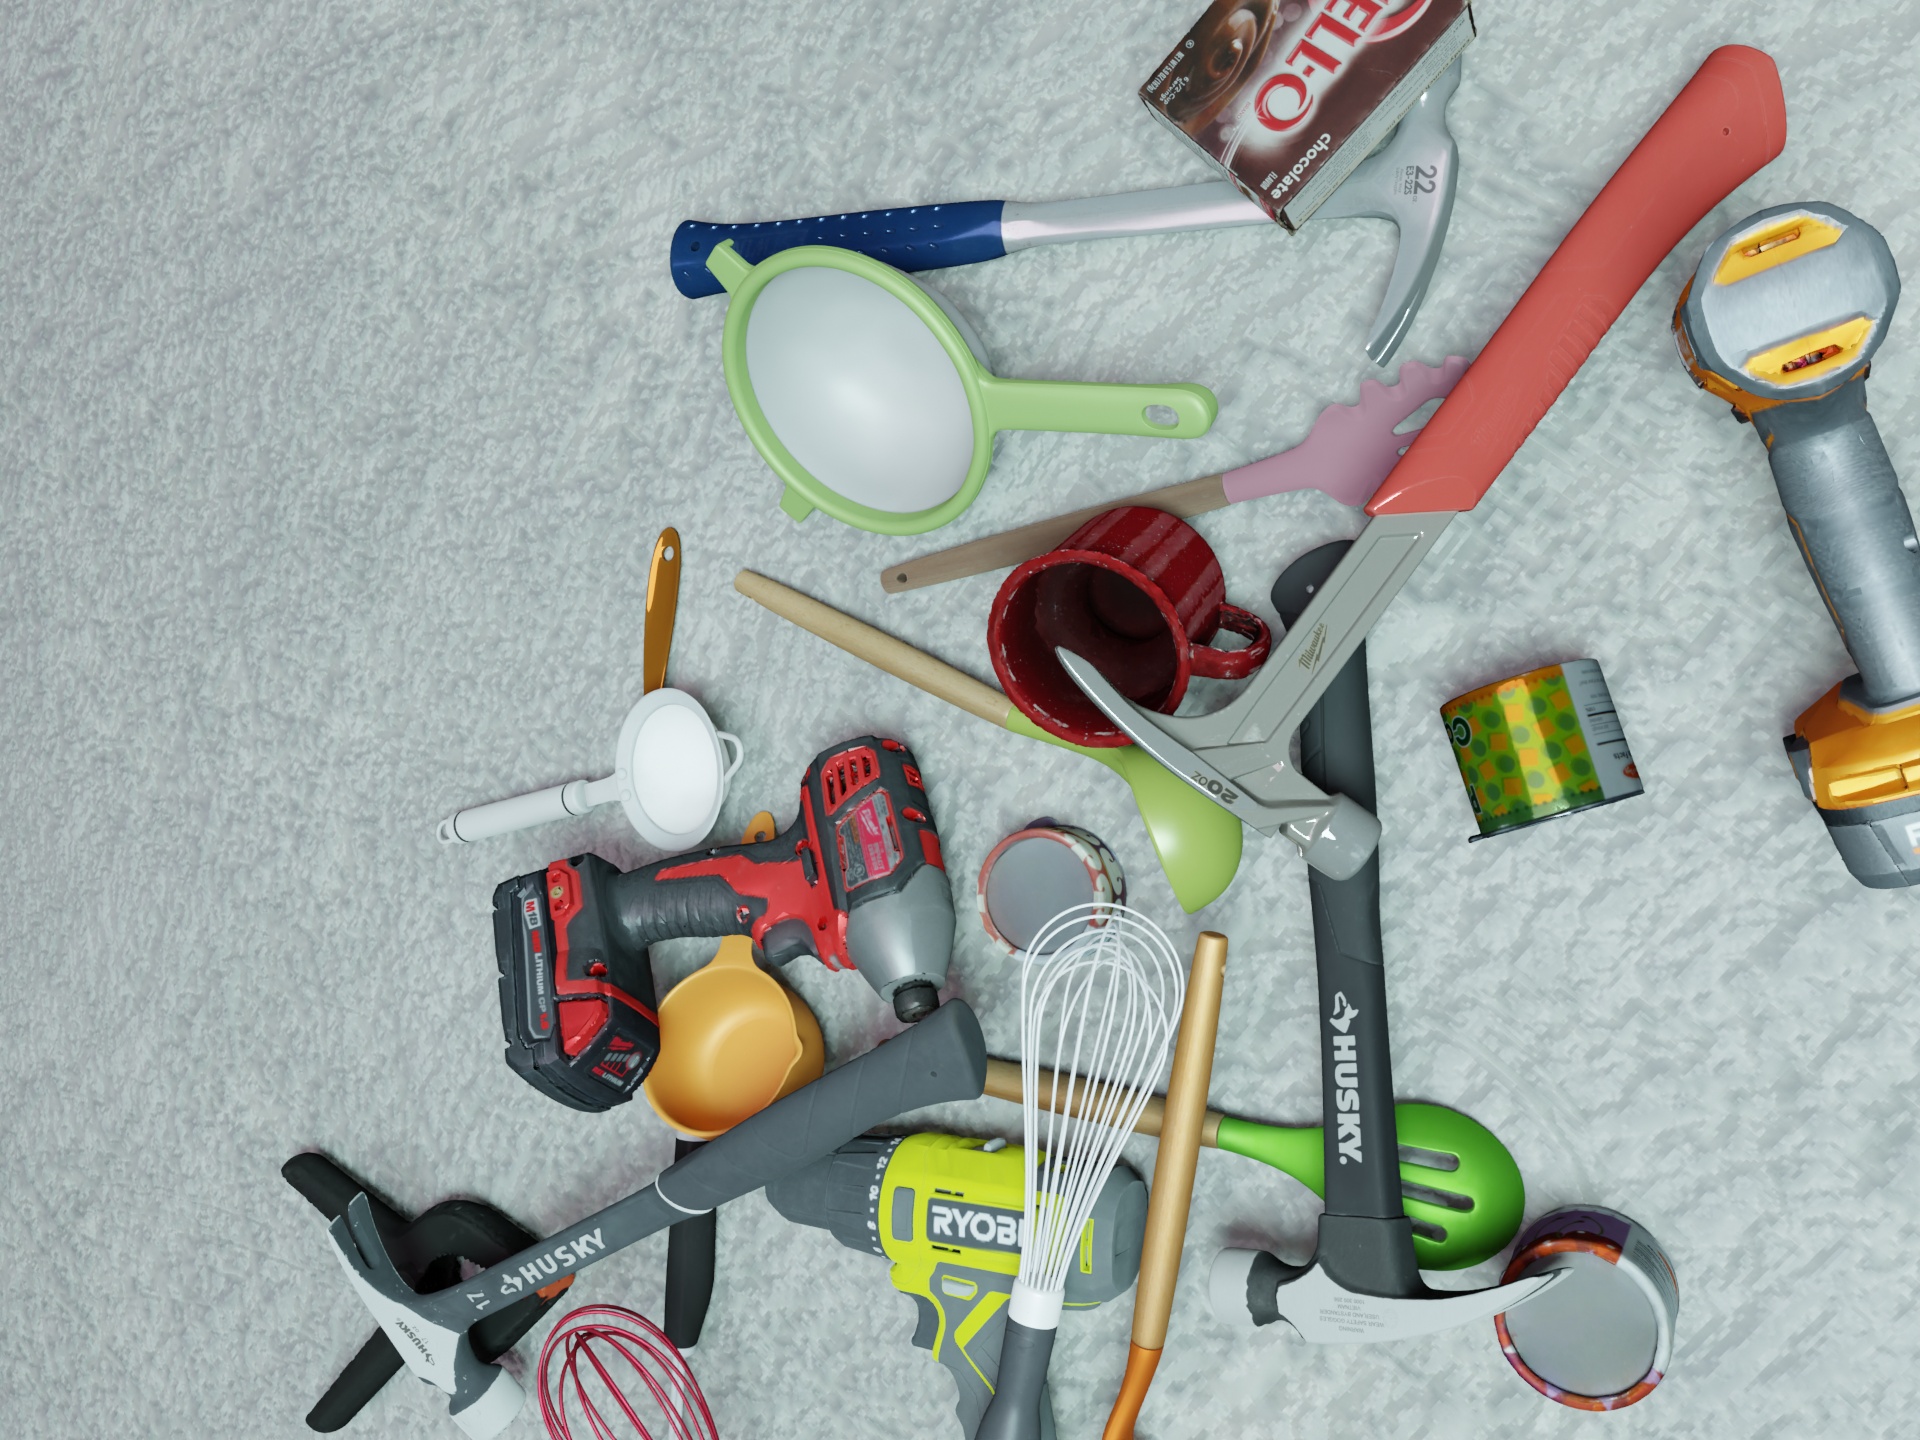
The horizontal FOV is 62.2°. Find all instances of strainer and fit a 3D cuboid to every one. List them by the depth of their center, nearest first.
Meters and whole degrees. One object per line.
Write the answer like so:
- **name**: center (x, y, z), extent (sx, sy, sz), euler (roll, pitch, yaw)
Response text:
- **strainer**: center (0.008, -0.163, 0.751), extent (0.256, 0.069, 0.151), euler (9, 132, 29)
- **strainer**: center (-0.205, 0.040, 0.884), extent (0.258, 0.050, 0.087), euler (-14, 83, 31)

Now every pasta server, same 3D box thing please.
- **pasta server**: center (0.096, -0.101, 0.740), extent (0.316, 0.040, 0.060), euler (-13, 94, 27)

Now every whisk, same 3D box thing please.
- **whisk**: center (0.038, 0.218, 0.683), extent (0.070, 0.070, 0.284), euler (13, 93, 26)
- **whisk**: center (-0.112, 0.410, 0.778), extent (0.073, 0.073, 0.295), euler (-28, 98, 23)

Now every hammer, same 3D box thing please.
- **hammer**: center (0.197, -0.119, 0.634), extent (0.149, 0.037, 0.359), euler (36, 91, 0)
- **hammer**: center (0.168, 0.087, 0.671), extent (0.146, 0.035, 0.335), euler (-10, 74, 39)
- **hammer**: center (0.032, -0.236, 0.777), extent (0.405, 0.035, 0.144), euler (2, 89, 26)
- **hammer**: center (-0.151, 0.232, 0.777), extent (0.409, 0.036, 0.149), euler (-33, 100, 25)

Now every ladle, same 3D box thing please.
- **ladle**: center (-0.001, -0.002, 0.777), extent (0.320, 0.078, 0.062), euler (27, 77, 30)

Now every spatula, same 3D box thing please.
- **spatula**: center (0.094, 0.251, 0.692), extent (0.041, 0.081, 0.322), euler (12, 99, 30)

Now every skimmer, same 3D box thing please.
- **skimmer**: center (-0.178, 0.392, 0.831), extent (0.127, 0.090, 0.363), euler (0, 86, 58)

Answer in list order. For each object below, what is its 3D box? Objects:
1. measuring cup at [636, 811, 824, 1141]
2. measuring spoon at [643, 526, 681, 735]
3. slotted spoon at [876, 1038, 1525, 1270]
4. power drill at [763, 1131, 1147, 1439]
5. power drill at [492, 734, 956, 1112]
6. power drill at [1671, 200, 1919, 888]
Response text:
- **measuring cup**: center (-0.108, 0.136, 0.834), extent (0.095, 0.052, 0.174), euler (-3, 62, 21)
- **measuring spoon**: center (-0.165, -0.049, 0.885), extent (0.021, 0.011, 0.117), euler (3, 86, 28)
- **slotted spoon**: center (0.096, 0.187, 0.738), extent (0.314, 0.031, 0.070), euler (8, 85, 28)
- **power drill**: center (-0.012, 0.312, 0.761), extent (0.190, 0.080, 0.228), euler (1, 86, 25)
- **power drill**: center (-0.109, 0.106, 0.776), extent (0.219, 0.078, 0.143), euler (-21, 58, 7)
- **power drill**: center (0.321, -0.069, 0.577), extent (0.084, 0.164, 0.226), euler (-19, 93, 24)
